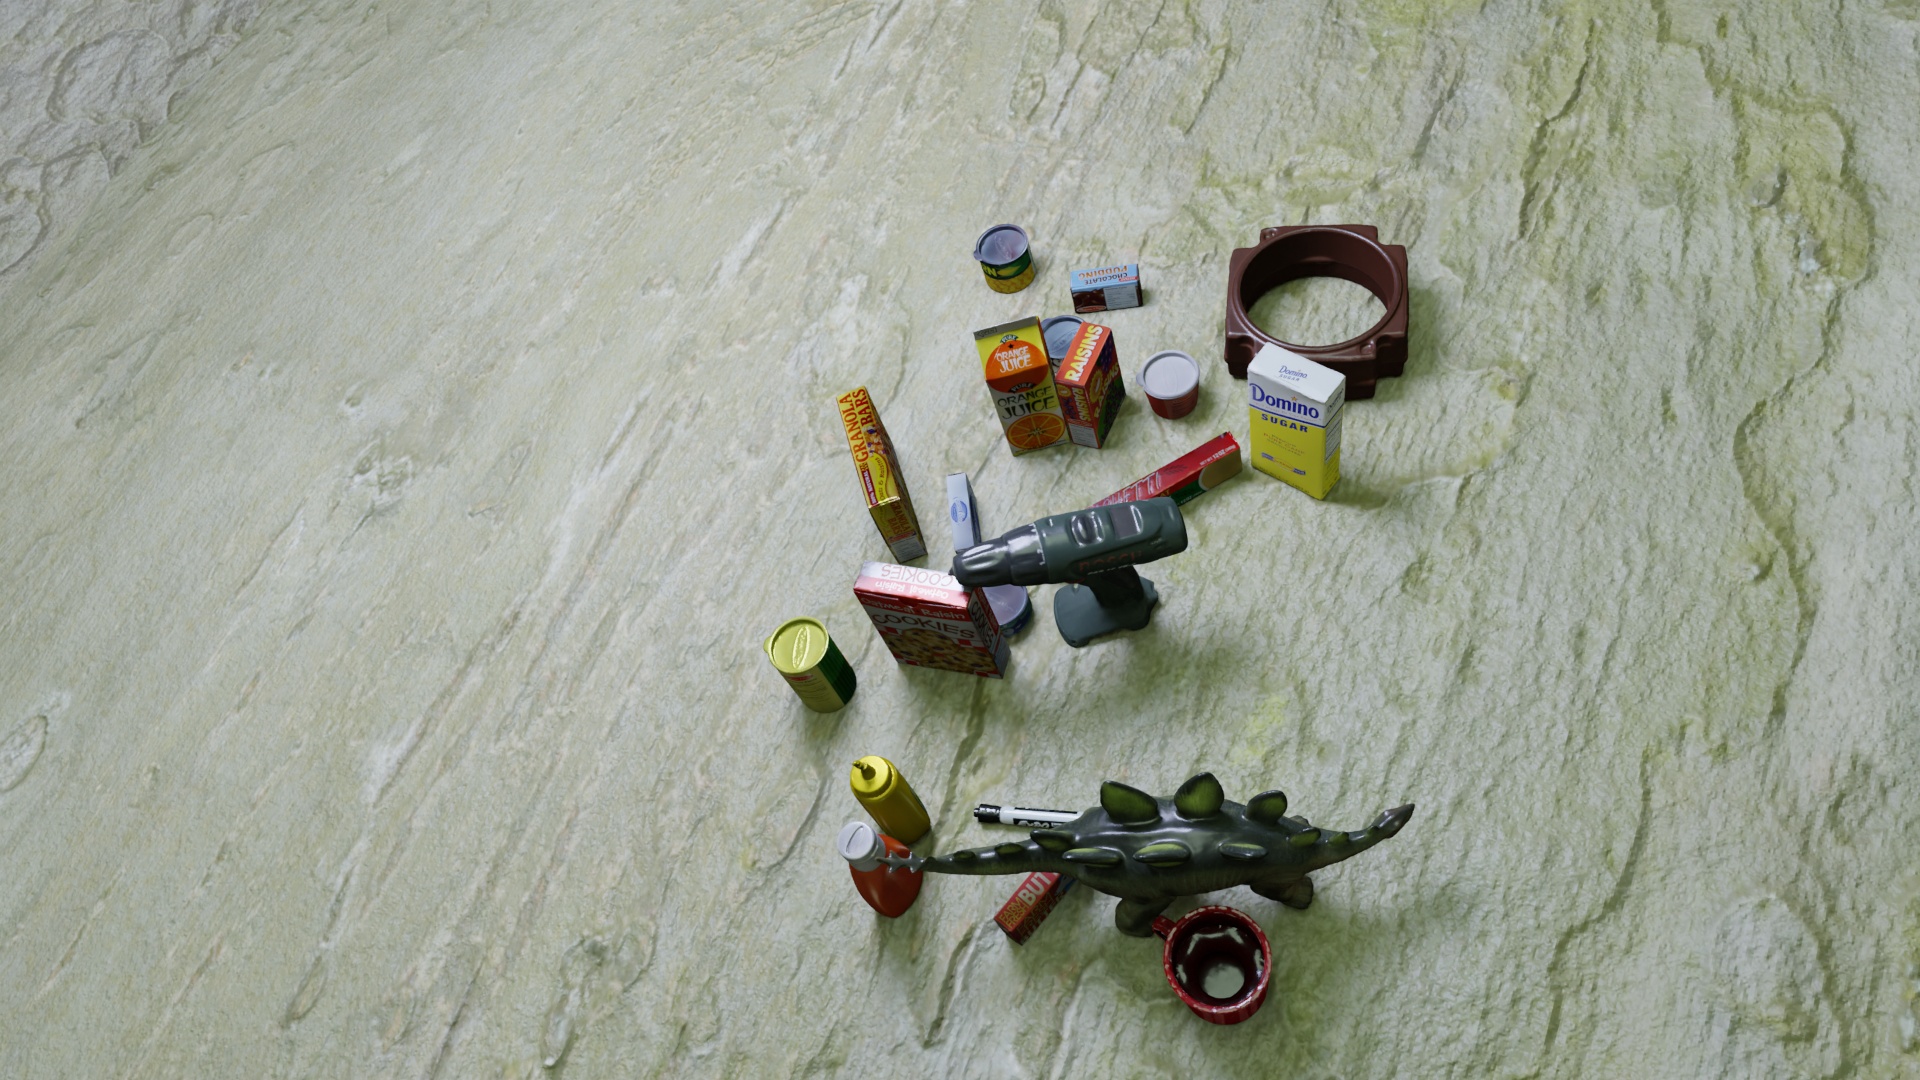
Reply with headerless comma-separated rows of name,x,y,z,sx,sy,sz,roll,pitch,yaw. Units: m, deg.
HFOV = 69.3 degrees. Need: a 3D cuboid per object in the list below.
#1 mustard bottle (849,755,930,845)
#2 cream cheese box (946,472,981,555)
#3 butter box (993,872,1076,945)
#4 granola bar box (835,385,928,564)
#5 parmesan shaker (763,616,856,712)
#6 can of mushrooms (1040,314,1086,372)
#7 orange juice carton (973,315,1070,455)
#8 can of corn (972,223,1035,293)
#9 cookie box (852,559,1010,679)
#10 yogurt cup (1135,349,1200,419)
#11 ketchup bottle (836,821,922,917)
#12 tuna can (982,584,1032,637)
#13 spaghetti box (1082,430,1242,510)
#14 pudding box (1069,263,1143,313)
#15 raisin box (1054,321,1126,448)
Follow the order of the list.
mustard bottle,-0.074,0.245,1.348,0.049,0.159,0.065,-38,57,-9
cream cheese box,0.006,-0.019,1.553,0.024,0.053,0.104,-12,57,8
butter box,0.077,0.333,1.317,0.024,0.053,0.104,35,73,30
granola bar box,-0.090,-0.073,1.569,0.039,0.123,0.166,-20,56,3
parmesan shaker,-0.158,0.132,1.474,0.071,0.102,0.071,-7,58,11
can of mushrooms,0.124,-0.237,1.666,0.071,0.033,0.071,-7,58,11
orange juice carton,0.068,-0.183,1.553,0.072,0.192,0.073,-14,57,7
can of corn,0.055,-0.351,1.741,0.071,0.058,0.071,-7,58,11
cookie box,-0.027,0.084,1.430,0.123,0.166,0.040,8,62,19
yogurt cup,0.241,-0.175,1.585,0.072,0.053,0.073,-7,58,11
ketchup bottle,-0.078,0.308,1.317,0.043,0.148,0.065,18,66,24
tuna can,0.042,0.072,1.499,0.071,0.032,0.071,-7,58,11
spaghetti box,0.194,-0.039,1.517,0.250,0.050,0.029,-29,57,-4
pudding box,0.177,-0.305,1.685,0.084,0.049,0.030,-5,58,12
raisin box,0.147,-0.174,1.568,0.040,0.123,0.086,16,65,23
